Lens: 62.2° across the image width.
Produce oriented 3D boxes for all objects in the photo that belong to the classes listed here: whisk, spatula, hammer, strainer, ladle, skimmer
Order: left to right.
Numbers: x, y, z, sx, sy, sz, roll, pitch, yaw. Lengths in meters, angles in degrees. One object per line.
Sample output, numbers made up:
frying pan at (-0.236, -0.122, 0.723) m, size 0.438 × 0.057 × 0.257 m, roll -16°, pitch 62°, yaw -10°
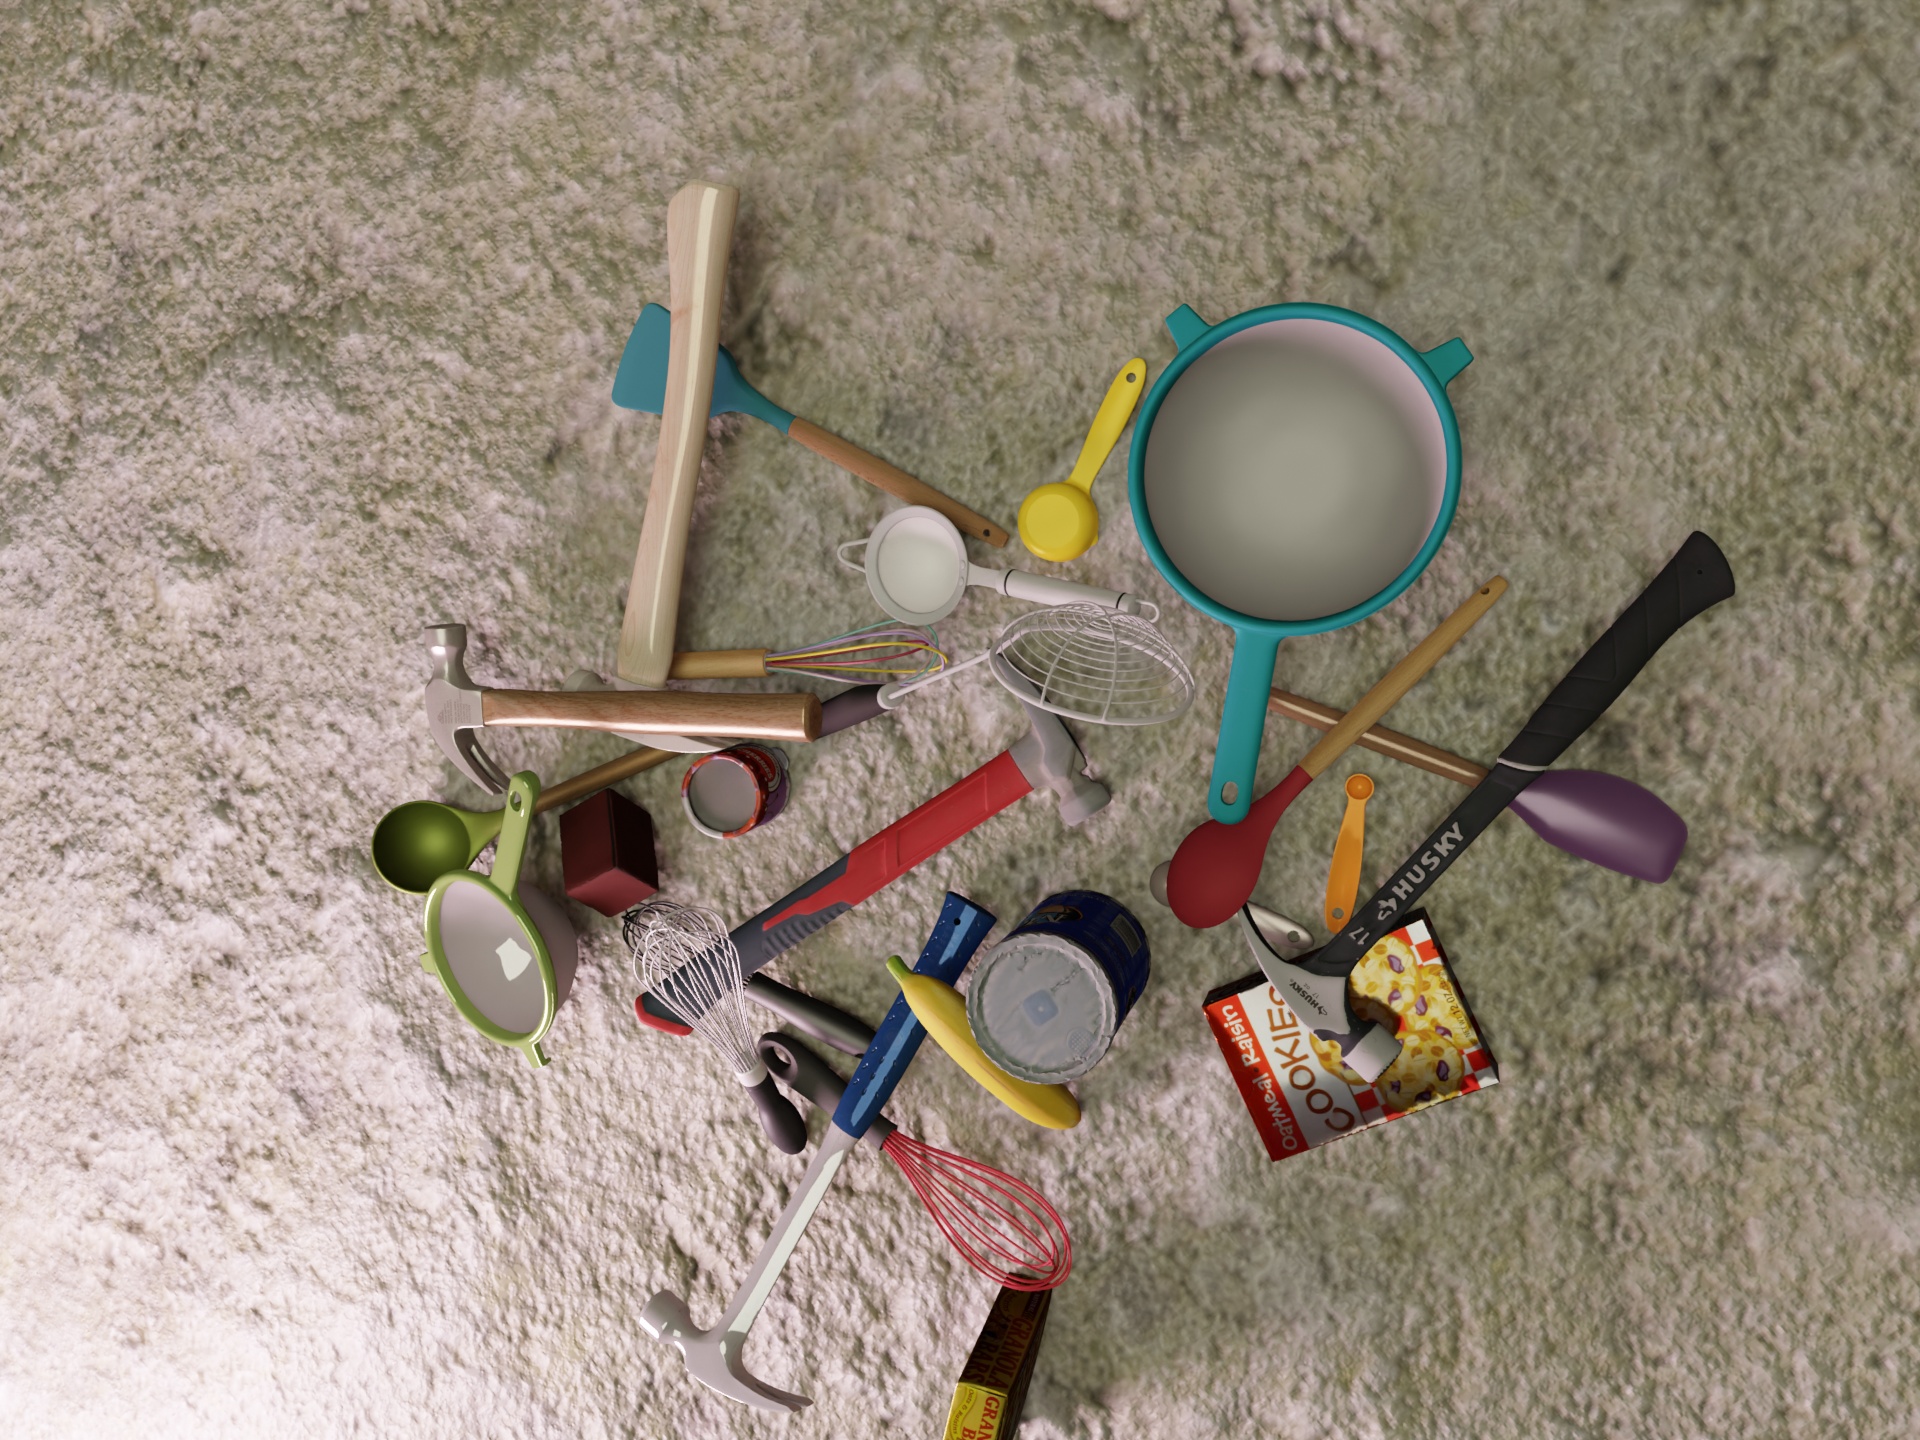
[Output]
strainer at (-0.339, 0.136, 1.240) m, size 0.152 × 0.069 × 0.256 m, roll 34°, pitch 123°, yaw 22°
ladle at (-0.324, 0.059, 1.258) m, size 0.320 × 0.062 × 0.078 m, roll -22°, pitch 81°, yaw 15°
hammer at (-0.256, -0.004, 1.182) m, size 0.331 × 0.031 × 0.130 m, roll 2°, pitch 101°, yaw 21°
hammer at (-0.200, -0.179, 1.163) m, size 0.146 × 0.038 × 0.410 m, roll 17°, pitch 106°, yaw 19°
whisk at (-0.166, 0.236, 1.164) m, size 0.070 × 0.070 × 0.284 m, roll -5°, pitch 132°, yaw 17°
whisk at (-0.160, 0.203, 1.232) m, size 0.239 × 0.055 × 0.055 m, roll 26°, pitch 103°, yaw 7°
whisk at (-0.126, -0.047, 1.196) m, size 0.245 × 0.047 × 0.051 m, roll -1°, pitch 97°, yaw 20°
spatula at (-0.106, -0.203, 1.171) m, size 0.317 × 0.044 × 0.082 m, roll 29°, pitch 108°, yaw 10°
hammer at (-0.087, 0.104, 1.175) m, size 0.386 × 0.038 × 0.143 m, roll -33°, pitch 85°, yaw 8°
hammer at (-0.085, 0.316, 1.178) m, size 0.144 × 0.035 × 0.405 m, roll 30°, pitch 90°, yaw 23°
whisk at (-0.040, 0.329, 1.206) m, size 0.296 × 0.073 × 0.073 m, roll 34°, pitch 104°, yaw 16°
skimmer at (-0.002, -0.003, 1.077) m, size 0.363 × 0.127 × 0.090 m, roll -19°, pitch 89°, yaw 48°
strainer at (0.028, -0.098, 1.118) m, size 0.259 × 0.050 × 0.087 m, roll 16°, pitch 107°, yaw 33°
strainer at (0.214, -0.102, 1.065) m, size 0.211 × 0.095 × 0.340 m, roll 12°, pitch 101°, yaw 18°
ladle at (0.253, 0.018, 1.073) m, size 0.315 × 0.031 × 0.069 m, roll -45°, pitch 49°, yaw 3°
spatula at (0.333, 0.029, 1.082) m, size 0.316 × 0.018 × 0.060 m, roll 21°, pitch 95°, yaw 12°
hammer at (0.351, 0.040, 1.047) m, size 0.149 × 0.036 × 0.409 m, roll 43°, pitch 98°, yaw 18°

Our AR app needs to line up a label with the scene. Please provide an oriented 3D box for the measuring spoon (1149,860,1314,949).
measuring spoon at (0.193, 0.136, 1.134) m, size 0.124 × 0.018 × 0.034 m, roll 22°, pitch 102°, yaw 12°

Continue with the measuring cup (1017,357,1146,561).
measuring cup at (0.090, -0.184, 1.123) m, size 0.062 × 0.029 × 0.156 m, roll 29°, pitch 105°, yaw 11°

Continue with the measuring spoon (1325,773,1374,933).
measuring spoon at (0.271, 0.093, 1.113) m, size 0.021 × 0.011 × 0.117 m, roll 9°, pitch 102°, yaw 14°
